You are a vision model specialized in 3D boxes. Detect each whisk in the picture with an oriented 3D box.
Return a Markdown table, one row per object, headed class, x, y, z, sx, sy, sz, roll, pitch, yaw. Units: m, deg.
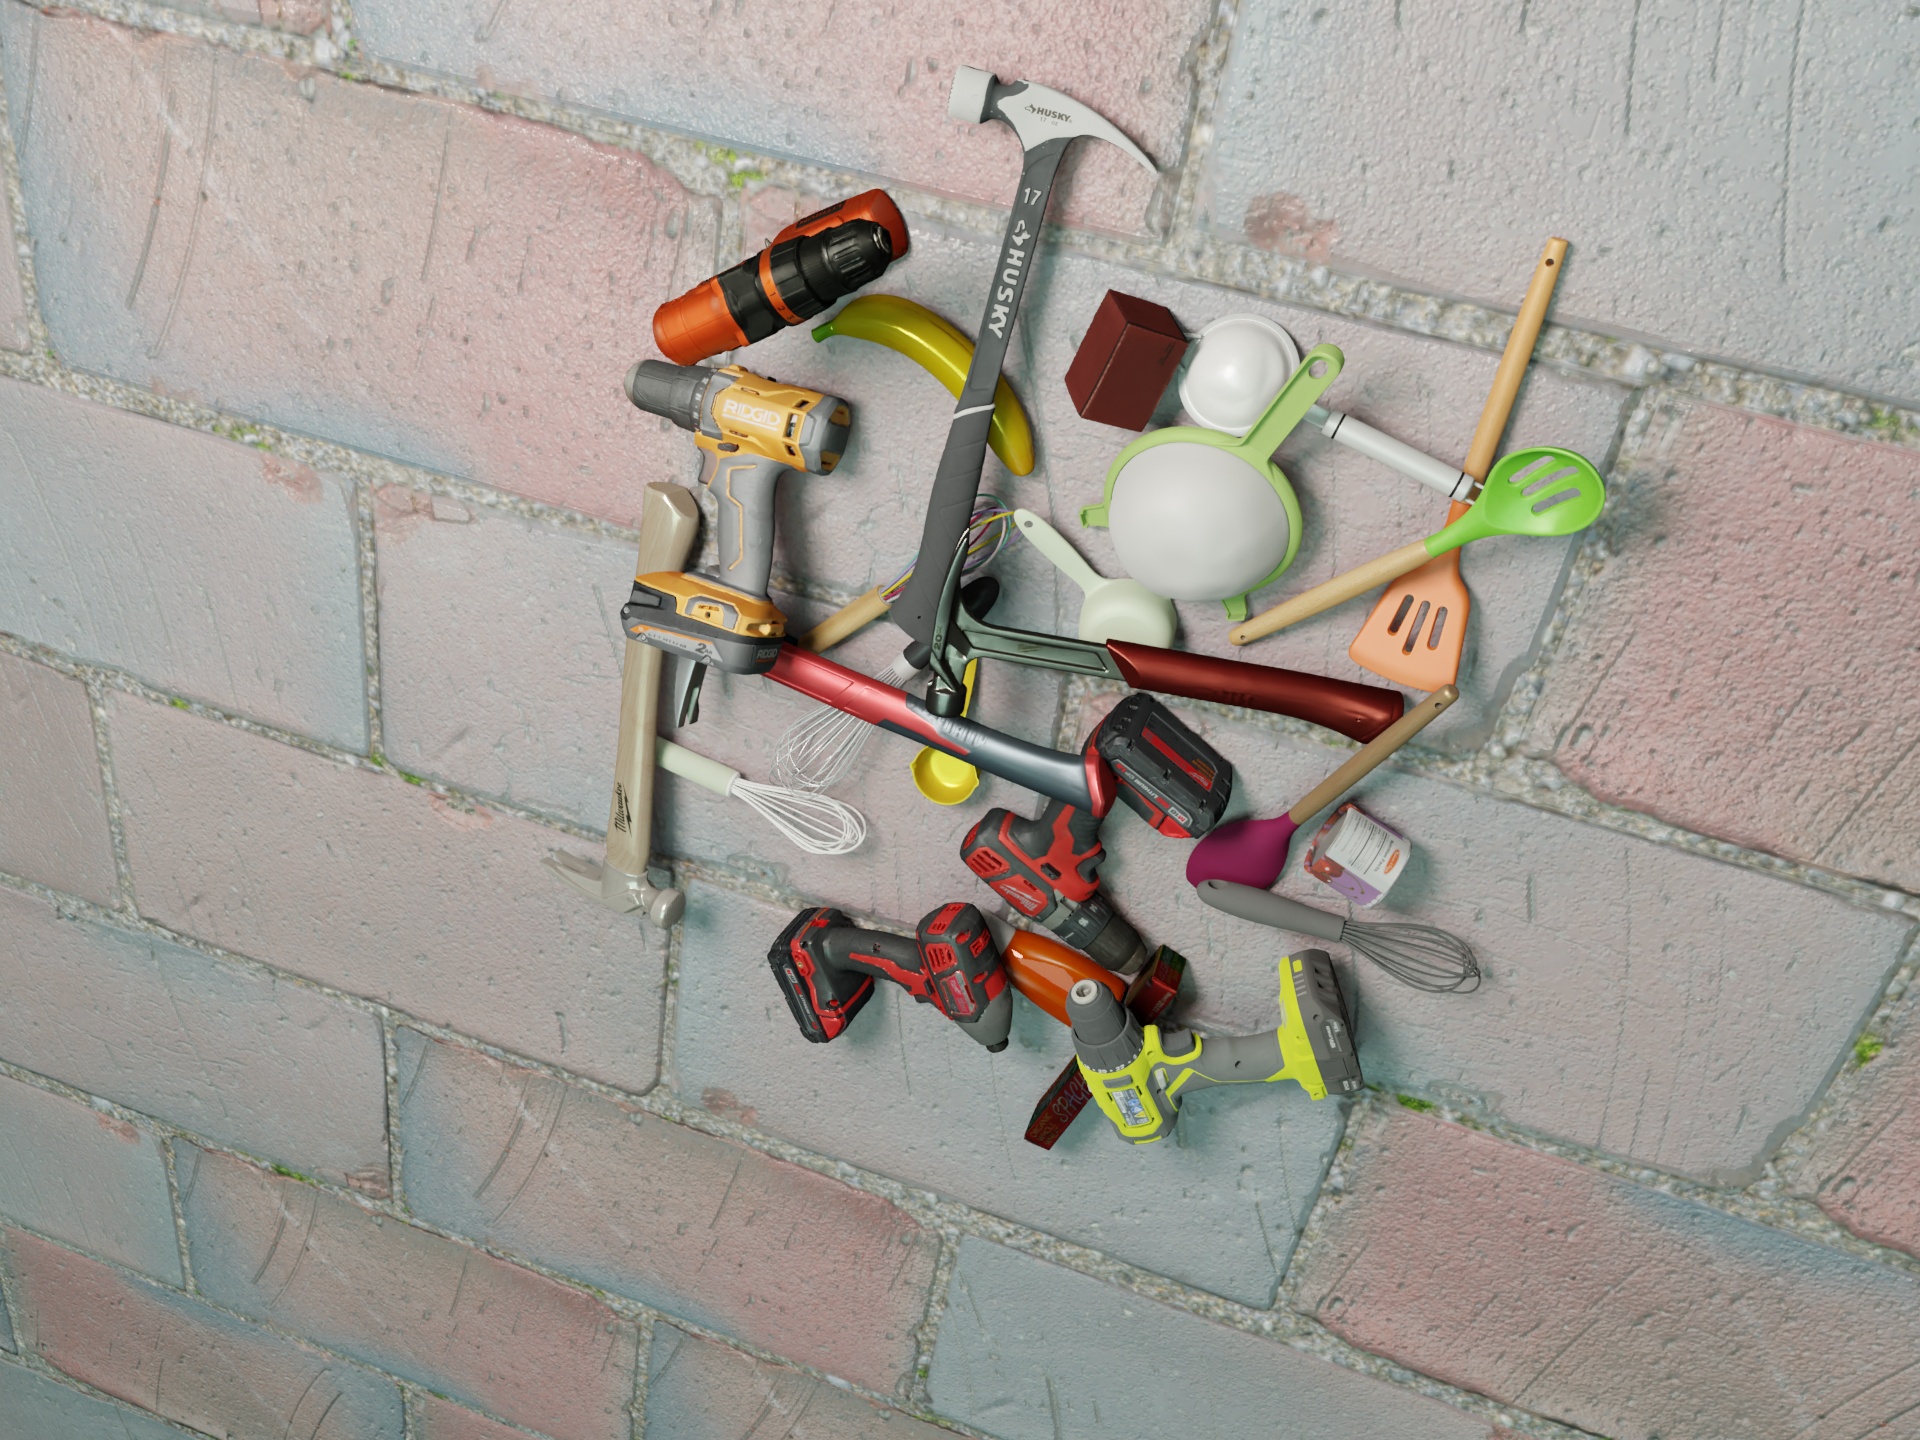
| class | x | y | z | sx | sy | sz | roll | pitch | yaw |
| --- | --- | --- | --- | --- | --- | --- | --- | --- | --- |
| whisk | -0.066 | -0.027 | 1.329 | 0.070 | 0.070 | 0.284 | 43 | 119 | -8 |
| whisk | -0.197 | 0.060 | 1.430 | 0.246 | 0.059 | 0.057 | 23 | 140 | 12 |
| whisk | 0.309 | 0.174 | 1.304 | 0.239 | 0.055 | 0.055 | 16 | 122 | 8 |
| whisk | -0.048 | -0.111 | 1.281 | 0.245 | 0.047 | 0.051 | -30 | 107 | 34 |

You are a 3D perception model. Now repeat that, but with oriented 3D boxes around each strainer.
| class | x | y | z | sx | sy | sz | roll | pitch | yaw |
| --- | --- | --- | --- | --- | --- | --- | --- | --- | --- |
| strainer | 0.252 | -0.211 | 1.102 | 0.258 | 0.050 | 0.087 | 28 | 101 | 8 |
| strainer | 0.186 | -0.159 | 1.112 | 0.151 | 0.069 | 0.256 | 33 | 143 | -3 |

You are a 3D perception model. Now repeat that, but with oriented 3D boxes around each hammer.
| class | x | y | z | sx | sy | sz | roll | pitch | yaw |
| --- | --- | --- | --- | --- | --- | --- | --- | --- | --- |
| hammer | 0.020 | -0.241 | 1.146 | 0.149 | 0.036 | 0.408 | 15 | 115 | 0 |
| hammer | 0.157 | -0.045 | 1.197 | 0.359 | 0.037 | 0.149 | 10 | 117 | -2 |
| hammer | -0.290 | -0.014 | 1.401 | 0.146 | 0.038 | 0.410 | 21 | 117 | 19 |
| hammer | -0.058 | 0.005 | 1.285 | 0.386 | 0.038 | 0.143 | 23 | 108 | 18 |

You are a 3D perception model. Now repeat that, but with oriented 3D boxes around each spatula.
| class | x | y | z | sx | sy | sz | roll | pitch | yaw |
| --- | --- | --- | --- | --- | --- | --- | --- | --- | --- |
| spatula | 0.356 | -0.172 | 1.104 | 0.081 | 0.041 | 0.322 | 24 | 123 | 20 |

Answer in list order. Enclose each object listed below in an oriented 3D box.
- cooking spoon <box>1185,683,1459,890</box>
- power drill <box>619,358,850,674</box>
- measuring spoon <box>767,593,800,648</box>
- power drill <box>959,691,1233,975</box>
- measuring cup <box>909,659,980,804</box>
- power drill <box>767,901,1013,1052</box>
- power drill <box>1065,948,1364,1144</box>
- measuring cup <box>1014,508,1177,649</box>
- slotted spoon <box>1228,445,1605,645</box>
| class | x | y | z | sx | sy | sz | roll | pitch | yaw |
| --- | --- | --- | --- | --- | --- | --- | --- | --- | --- |
| cooking spoon | 0.279 | 0.063 | 1.248 | 0.068 | 0.017 | 0.318 | 37 | 135 | -4 |
| power drill | -0.199 | -0.167 | 1.249 | 0.185 | 0.084 | 0.226 | 19 | 99 | 16 |
| measuring spoon | -0.168 | -0.086 | 1.349 | 0.042 | 0.021 | 0.128 | -17 | 111 | 27 |
| power drill | 0.128 | 0.105 | 1.323 | 0.188 | 0.080 | 0.226 | 40 | 126 | -5 |
| measuring cup | -0.002 | -0.004 | 1.342 | 0.062 | 0.029 | 0.156 | 14 | 110 | 11 |
| power drill | -0.054 | 0.235 | 1.433 | 0.220 | 0.078 | 0.143 | -5 | 117 | 35 |
| power drill | 0.209 | 0.267 | 1.339 | 0.228 | 0.080 | 0.190 | -15 | 129 | 13 |
| measuring cup | 0.098 | -0.097 | 1.223 | 0.083 | 0.038 | 0.167 | -35 | 114 | 31 |
| slotted spoon | 0.309 | -0.114 | 1.123 | 0.070 | 0.031 | 0.314 | 48 | 137 | -15 |
